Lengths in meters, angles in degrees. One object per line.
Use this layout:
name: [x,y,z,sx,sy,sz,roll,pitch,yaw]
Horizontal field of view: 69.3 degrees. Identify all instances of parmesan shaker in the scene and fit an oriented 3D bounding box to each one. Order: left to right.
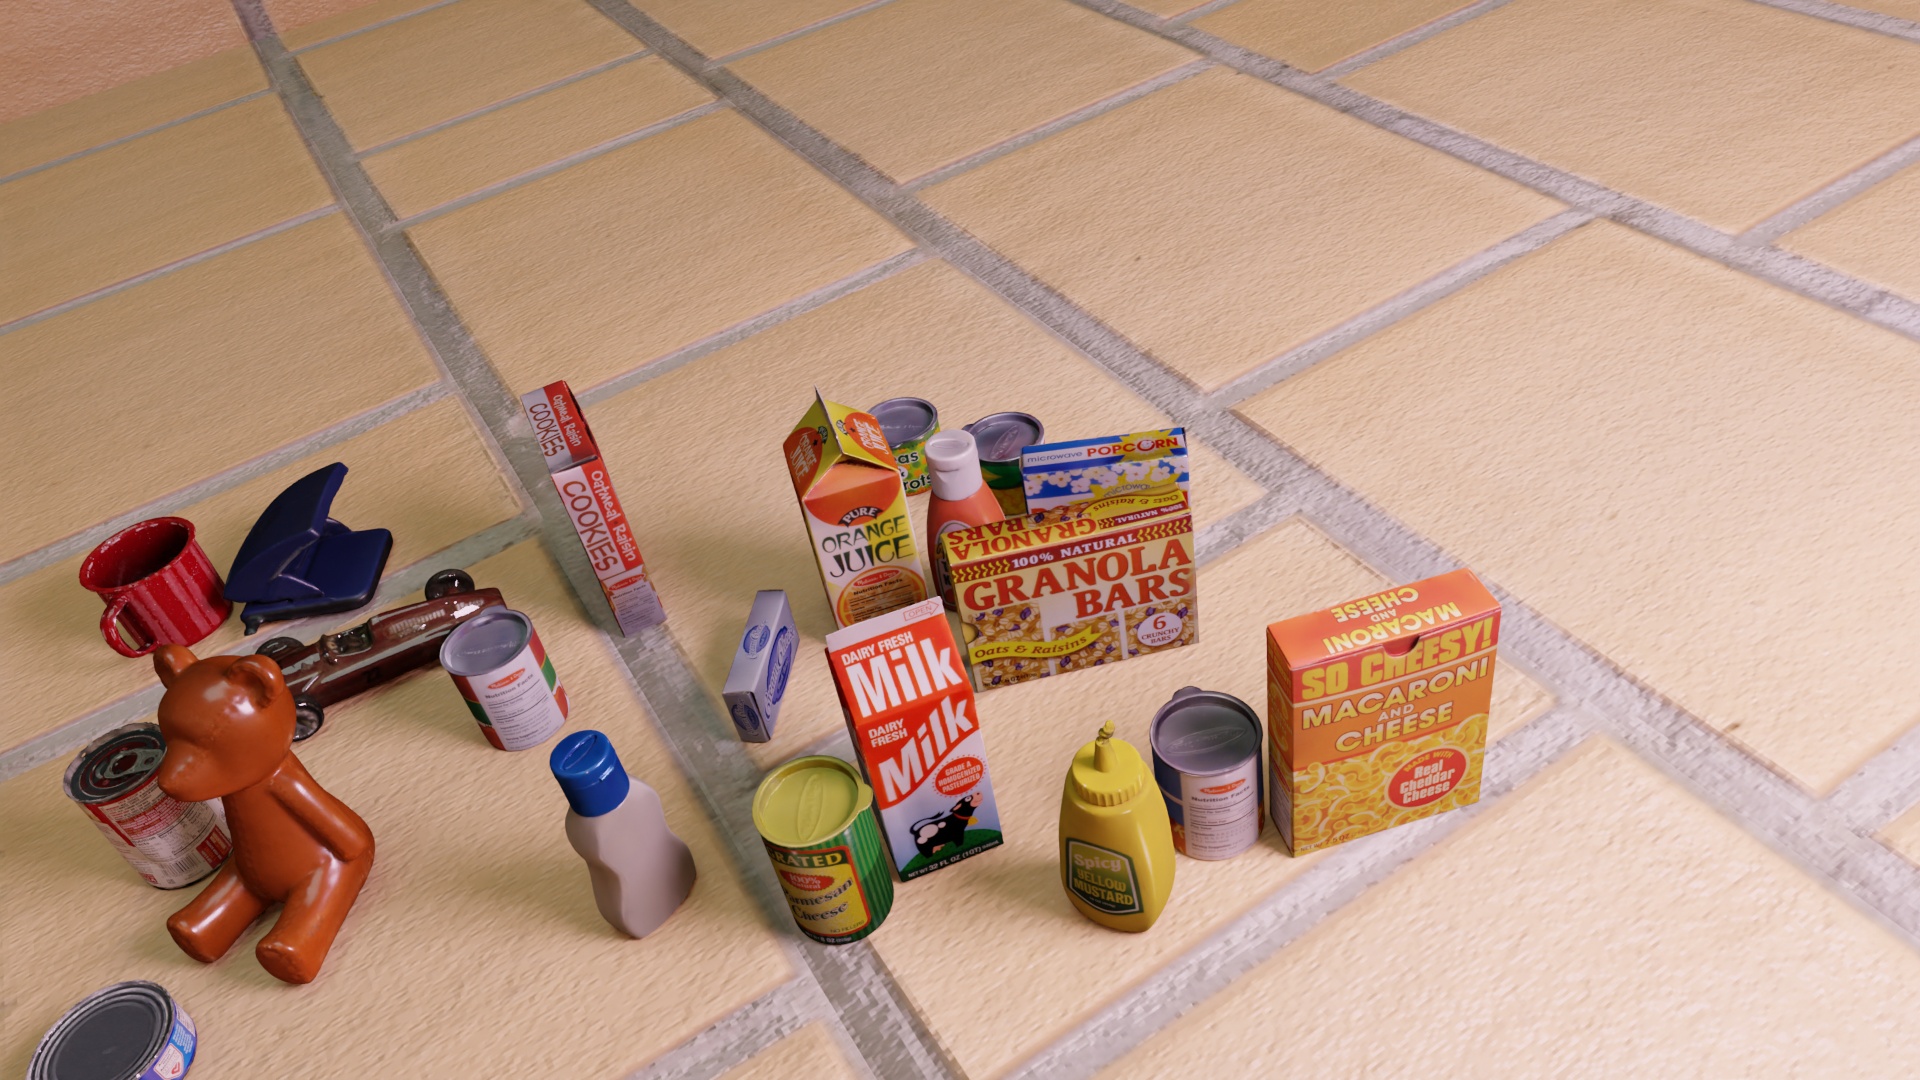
parmesan shaker: [-0.078,0.187,0.833,0.071,0.102,0.072,-7,40,6]

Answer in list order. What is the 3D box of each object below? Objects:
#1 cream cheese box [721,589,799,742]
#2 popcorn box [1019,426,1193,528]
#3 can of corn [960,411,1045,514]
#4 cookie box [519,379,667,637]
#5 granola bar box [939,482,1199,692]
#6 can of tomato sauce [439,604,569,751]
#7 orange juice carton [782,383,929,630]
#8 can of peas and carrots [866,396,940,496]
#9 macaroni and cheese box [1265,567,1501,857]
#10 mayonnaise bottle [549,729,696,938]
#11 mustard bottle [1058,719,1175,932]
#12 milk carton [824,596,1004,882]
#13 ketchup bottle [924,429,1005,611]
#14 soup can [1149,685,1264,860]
cream cheese box: [-0.142,0.090,1.001,0.024,0.053,0.104,-2,41,12]
popcorn box: [0.113,-0.037,1.063,0.127,0.084,0.038,-7,40,6]
can of corn: [0.037,-0.063,1.134,0.071,0.058,0.071,-7,40,6]
cookie box: [-0.285,-0.025,1.082,0.040,0.166,0.123,-23,41,-13]
granola bar box: [0.079,0.034,0.959,0.166,0.123,0.039,-13,40,-1]
can of tomato sauce: [-0.330,0.101,1.010,0.071,0.082,0.071,-7,40,6]
orange juice carton: [-0.076,-0.018,1.004,0.073,0.191,0.072,-17,40,-6]
can of peas and carrots: [-0.047,-0.077,1.170,0.071,0.058,0.071,-7,40,6]
macaroni and cheese box: [0.243,0.103,0.805,0.124,0.165,0.040,-16,40,-5]
mayonnaise bottle: [-0.207,0.176,0.843,0.041,0.147,0.065,16,48,30]
mustard bottle: [0.085,0.158,0.785,0.065,0.159,0.049,11,45,25]
milk carton: [-0.030,0.113,0.841,0.072,0.189,0.074,-20,41,-9]
ketchup bottle: [0.004,-0.013,1.012,0.065,0.148,0.044,1,42,14]
soup can: [0.151,0.142,0.847,0.071,0.083,0.072,-7,40,6]
